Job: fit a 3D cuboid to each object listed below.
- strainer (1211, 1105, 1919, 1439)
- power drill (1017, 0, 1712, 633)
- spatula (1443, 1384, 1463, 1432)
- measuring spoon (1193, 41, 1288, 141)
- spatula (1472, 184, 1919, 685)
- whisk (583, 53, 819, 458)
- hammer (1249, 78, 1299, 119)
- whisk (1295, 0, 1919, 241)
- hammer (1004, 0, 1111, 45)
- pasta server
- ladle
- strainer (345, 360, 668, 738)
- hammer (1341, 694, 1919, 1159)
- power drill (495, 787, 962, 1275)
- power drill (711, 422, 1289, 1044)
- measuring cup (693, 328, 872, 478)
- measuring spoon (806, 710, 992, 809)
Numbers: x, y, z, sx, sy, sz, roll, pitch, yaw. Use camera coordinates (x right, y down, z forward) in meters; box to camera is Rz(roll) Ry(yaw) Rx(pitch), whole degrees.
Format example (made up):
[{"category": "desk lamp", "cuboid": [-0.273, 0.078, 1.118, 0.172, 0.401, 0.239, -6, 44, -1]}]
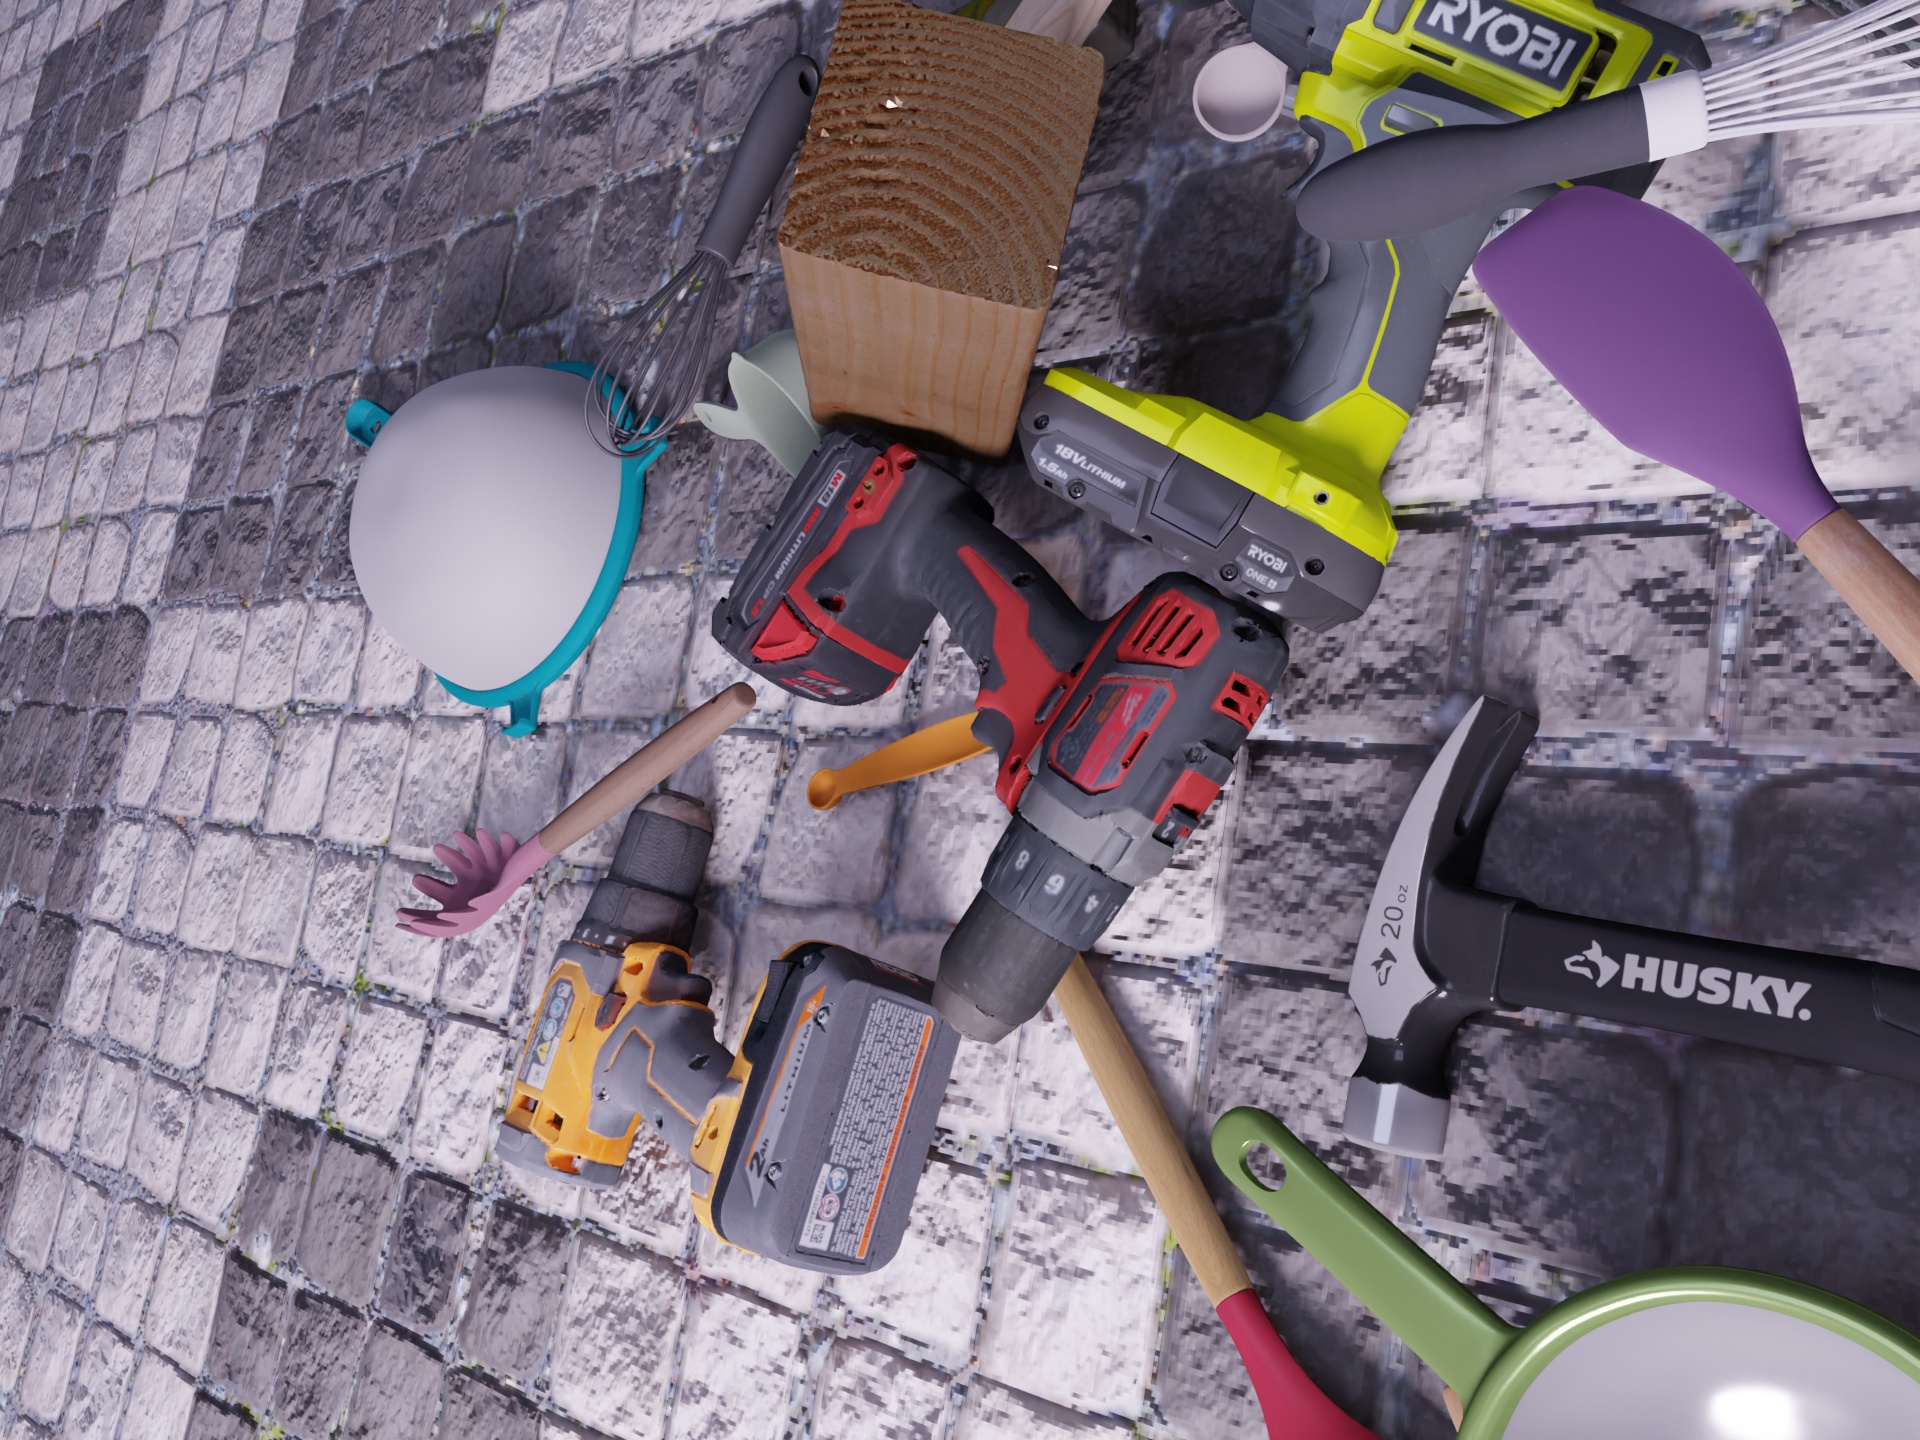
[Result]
[{"category": "strainer", "cuboid": [0.174, 0.191, 0.434, 0.257, 0.069, 0.151, 38, 103, 42]}, {"category": "power drill", "cuboid": [0.121, -0.159, 0.551, 0.171, 0.080, 0.223, 31, 99, 16]}, {"category": "spatula", "cuboid": [0.199, 0.321, 0.392, 0.082, 0.044, 0.318, -41, 53, 24]}, {"category": "measuring spoon", "cuboid": [0.135, -0.265, 0.585, 0.034, 0.018, 0.124, 45, 103, 12]}, {"category": "spatula", "cuboid": [0.253, -0.035, 0.432, 0.060, 0.018, 0.316, -35, 66, 10]}, {"category": "whisk", "cuboid": [-0.132, -0.246, 0.835, 0.055, 0.055, 0.239, 19, 82, 42]}, {"category": "hammer", "cuboid": [0.120, -0.366, 0.627, 0.128, 0.033, 0.331, -36, 69, 26]}, {"category": "whisk", "cuboid": [0.237, -0.182, 0.453, 0.284, 0.070, 0.070, -8, 71, 21]}, {"category": "hammer", "cuboid": [0.059, -0.301, 0.633, 0.410, 0.038, 0.146, -46, 60, 40]}, {"category": "pasta server", "cuboid": [-0.195, 0.046, 0.781, 0.316, 0.040, 0.060, -32, 33, 43]}, {"category": "ladle", "cuboid": [0.084, 0.174, 0.548, 0.069, 0.031, 0.316, -45, 51, 21]}, {"category": "strainer", "cuboid": [-0.322, -0.145, 0.944, 0.341, 0.095, 0.211, 33, 99, 40]}, {"category": "hammer", "cuboid": [0.249, 0.073, 0.400, 0.335, 0.035, 0.146, 4, 80, 50]}, {"category": "power drill", "cuboid": [-0.105, 0.125, 0.689, 0.226, 0.084, 0.185, 3, 71, 46]}, {"category": "power drill", "cuboid": [-0.001, -0.002, 0.633, 0.227, 0.080, 0.188, 36, 96, 38]}, {"category": "measuring cup", "cuboid": [-0.091, -0.155, 0.781, 0.038, 0.083, 0.168, -40, 27, -14]}, {"category": "measuring spoon", "cuboid": [-0.021, 0.018, 0.696, 0.117, 0.011, 0.021, -20, 61, 31]}]
